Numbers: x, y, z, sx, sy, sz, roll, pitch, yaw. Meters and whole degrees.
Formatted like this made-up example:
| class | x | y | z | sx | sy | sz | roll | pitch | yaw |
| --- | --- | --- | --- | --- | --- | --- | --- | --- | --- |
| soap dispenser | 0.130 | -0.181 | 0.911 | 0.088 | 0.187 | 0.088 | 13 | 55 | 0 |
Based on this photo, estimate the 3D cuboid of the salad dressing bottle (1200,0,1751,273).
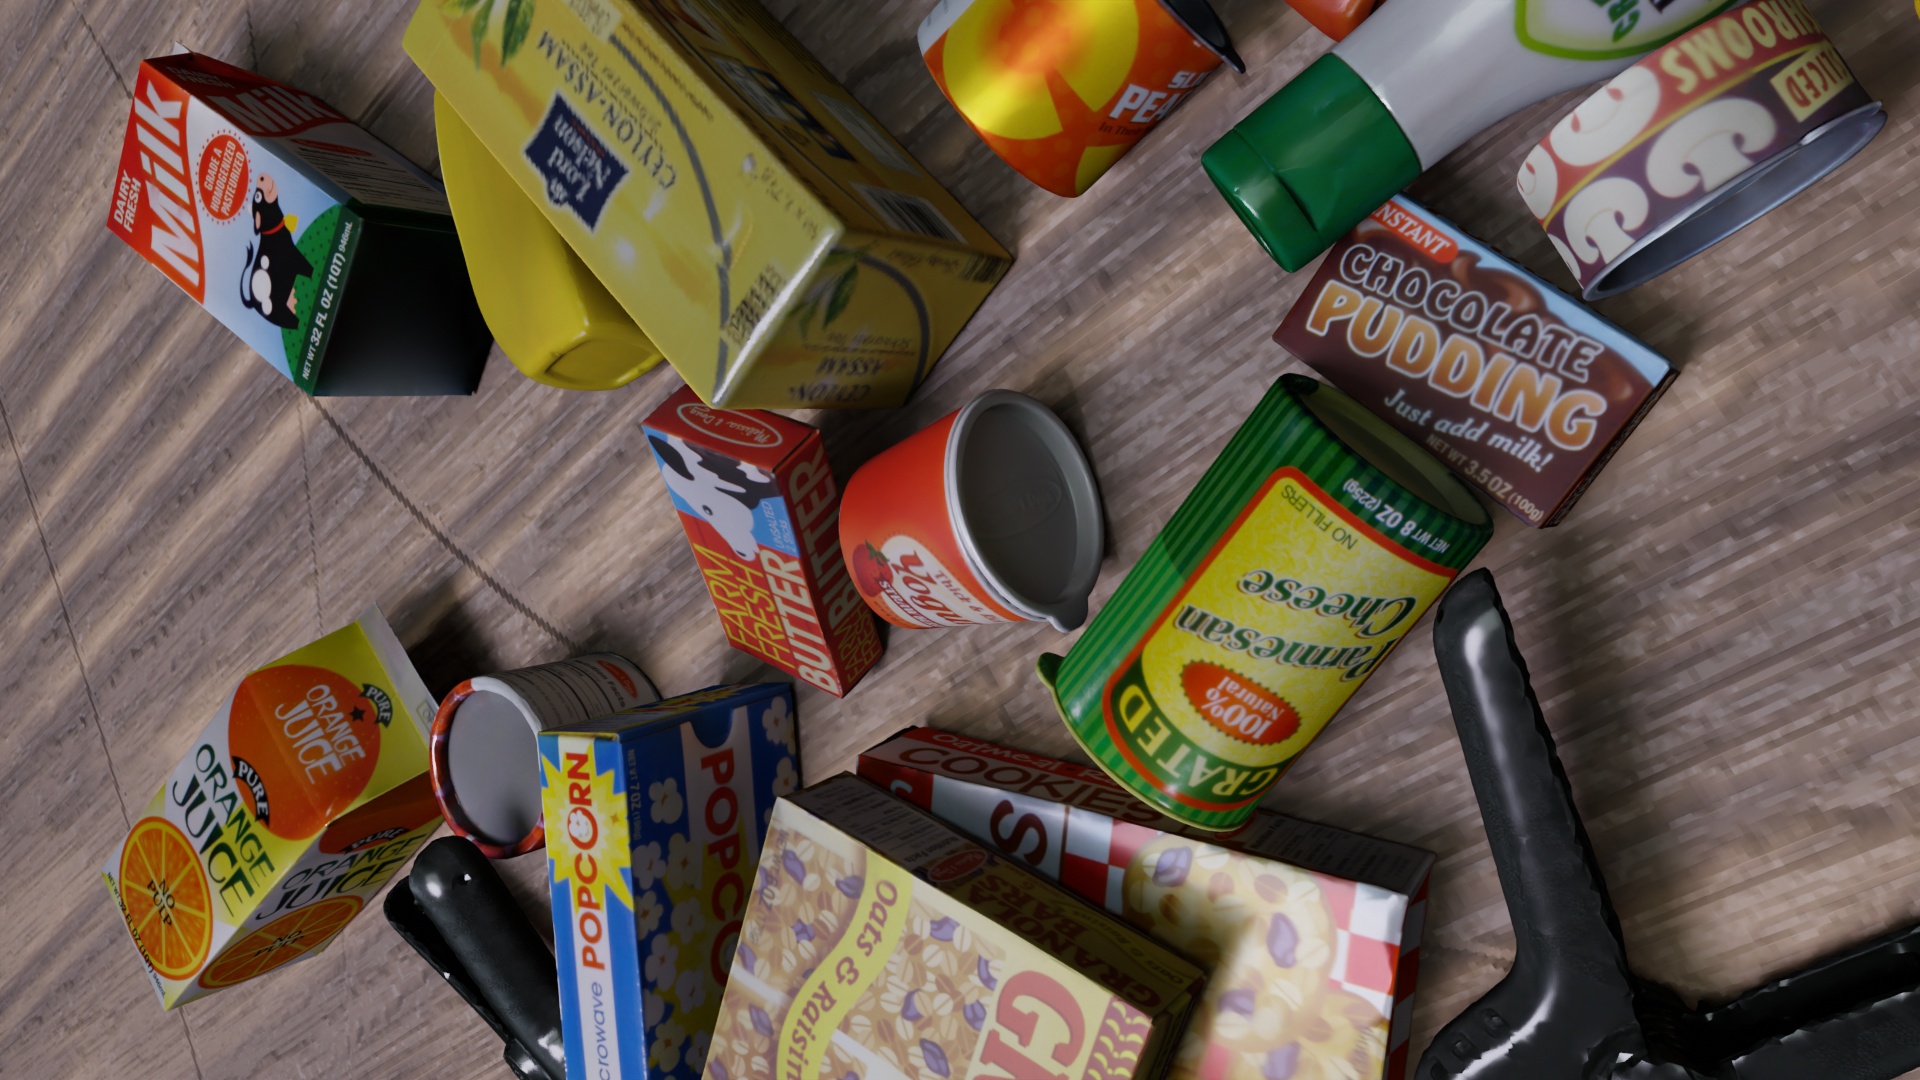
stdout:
| class | x | y | z | sx | sy | sz | roll | pitch | yaw |
| --- | --- | --- | --- | --- | --- | --- | --- | --- | --- |
| salad dressing bottle | 0.124 | -0.120 | 0.314 | 0.147 | 0.044 | 0.064 | -38 | 112 | 14 |

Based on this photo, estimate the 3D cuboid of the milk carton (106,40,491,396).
| class | x | y | z | sx | sy | sz | roll | pitch | yaw |
| --- | --- | --- | --- | --- | --- | --- | --- | --- | --- |
| milk carton | -0.271 | -0.132 | 0.554 | 0.191 | 0.073 | 0.072 | 35 | 111 | 24 |

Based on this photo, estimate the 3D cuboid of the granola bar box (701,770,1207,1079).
| class | x | y | z | sx | sy | sz | roll | pitch | yaw |
| --- | --- | --- | --- | --- | --- | --- | --- | --- | --- |
| granola bar box | -0.015 | 0.168 | 0.399 | 0.124 | 0.039 | 0.165 | 24 | 107 | 27 |

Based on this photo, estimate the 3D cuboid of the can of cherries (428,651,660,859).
| class | x | y | z | sx | sy | sz | roll | pitch | yaw |
| --- | --- | --- | --- | --- | --- | --- | --- | --- | --- |
| can of cherries | -0.151 | 0.080 | 0.510 | 0.071 | 0.058 | 0.071 | 3 | 96 | 30 |

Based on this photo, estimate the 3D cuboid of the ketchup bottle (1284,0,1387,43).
| class | x | y | z | sx | sy | sz | roll | pitch | yaw |
| --- | --- | --- | --- | --- | --- | --- | --- | --- | --- |
| ketchup bottle | 0.072 | -0.198 | 0.360 | 0.064 | 0.043 | 0.149 | -47 | 71 | 21 |

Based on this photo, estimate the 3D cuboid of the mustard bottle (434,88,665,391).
| class | x | y | z | sx | sy | sz | roll | pitch | yaw |
| --- | --- | --- | --- | --- | --- | --- | --- | --- | --- |
| mustard bottle | -0.151 | -0.131 | 0.491 | 0.048 | 0.065 | 0.160 | -30 | 73 | 24 |

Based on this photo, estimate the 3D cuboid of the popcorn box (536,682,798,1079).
| class | x | y | z | sx | sy | sz | roll | pitch | yaw |
| --- | --- | --- | --- | --- | --- | --- | --- | --- | --- |
| popcorn box | -0.091 | 0.117 | 0.461 | 0.038 | 0.085 | 0.126 | -2 | 94 | 32 |

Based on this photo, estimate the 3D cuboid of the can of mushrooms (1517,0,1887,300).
| class | x | y | z | sx | sy | sz | roll | pitch | yaw |
| --- | --- | --- | --- | --- | --- | --- | --- | --- | --- |
| can of mushrooms | 0.160 | -0.085 | 0.302 | 0.071 | 0.071 | 0.033 | -33 | 76 | 29 |

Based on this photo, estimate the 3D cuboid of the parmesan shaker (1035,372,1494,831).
| class | x | y | z | sx | sy | sz | roll | pitch | yaw |
| --- | --- | --- | --- | --- | --- | --- | --- | --- | --- |
| parmesan shaker | 0.076 | 0.015 | 0.361 | 0.071 | 0.071 | 0.102 | 43 | 114 | 20 |

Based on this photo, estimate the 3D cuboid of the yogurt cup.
| class | x | y | z | sx | sy | sz | roll | pitch | yaw |
| --- | --- | --- | --- | --- | --- | --- | --- | --- | --- |
| yogurt cup | 0.001 | -0.005 | 0.409 | 0.054 | 0.072 | 0.072 | -17 | 86 | 39 |

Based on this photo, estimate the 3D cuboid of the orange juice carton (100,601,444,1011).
| class | x | y | z | sx | sy | sz | roll | pitch | yaw |
| --- | --- | --- | --- | --- | --- | --- | --- | --- | --- |
| orange juice carton | -0.271 | 0.109 | 0.576 | 0.192 | 0.073 | 0.072 | -43 | 73 | 26 |

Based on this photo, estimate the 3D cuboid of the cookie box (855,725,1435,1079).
| class | x | y | z | sx | sy | sz | roll | pitch | yaw |
| --- | --- | --- | --- | --- | --- | --- | --- | --- | --- |
| cookie box | 0.044 | 0.134 | 0.409 | 0.167 | 0.040 | 0.122 | 9 | 100 | 29 |

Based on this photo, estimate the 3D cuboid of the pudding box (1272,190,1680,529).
| class | x | y | z | sx | sy | sz | roll | pitch | yaw |
| --- | --- | --- | --- | --- | --- | --- | --- | --- | --- |
| pudding box | 0.128 | -0.047 | 0.348 | 0.084 | 0.030 | 0.049 | 41 | 112 | 21 |

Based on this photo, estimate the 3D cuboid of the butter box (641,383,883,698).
| class | x | y | z | sx | sy | sz | roll | pitch | yaw |
| --- | --- | --- | --- | --- | --- | --- | --- | --- | --- |
| butter box | -0.060 | 0.002 | 0.436 | 0.053 | 0.024 | 0.103 | 20 | 142 | 29 |

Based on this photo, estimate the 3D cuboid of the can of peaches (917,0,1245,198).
| class | x | y | z | sx | sy | sz | roll | pitch | yaw |
| --- | --- | --- | --- | --- | --- | --- | --- | --- | --- |
| can of peaches | 0.032 | -0.134 | 0.377 | 0.058 | 0.071 | 0.071 | -39 | 75 | 28 |
